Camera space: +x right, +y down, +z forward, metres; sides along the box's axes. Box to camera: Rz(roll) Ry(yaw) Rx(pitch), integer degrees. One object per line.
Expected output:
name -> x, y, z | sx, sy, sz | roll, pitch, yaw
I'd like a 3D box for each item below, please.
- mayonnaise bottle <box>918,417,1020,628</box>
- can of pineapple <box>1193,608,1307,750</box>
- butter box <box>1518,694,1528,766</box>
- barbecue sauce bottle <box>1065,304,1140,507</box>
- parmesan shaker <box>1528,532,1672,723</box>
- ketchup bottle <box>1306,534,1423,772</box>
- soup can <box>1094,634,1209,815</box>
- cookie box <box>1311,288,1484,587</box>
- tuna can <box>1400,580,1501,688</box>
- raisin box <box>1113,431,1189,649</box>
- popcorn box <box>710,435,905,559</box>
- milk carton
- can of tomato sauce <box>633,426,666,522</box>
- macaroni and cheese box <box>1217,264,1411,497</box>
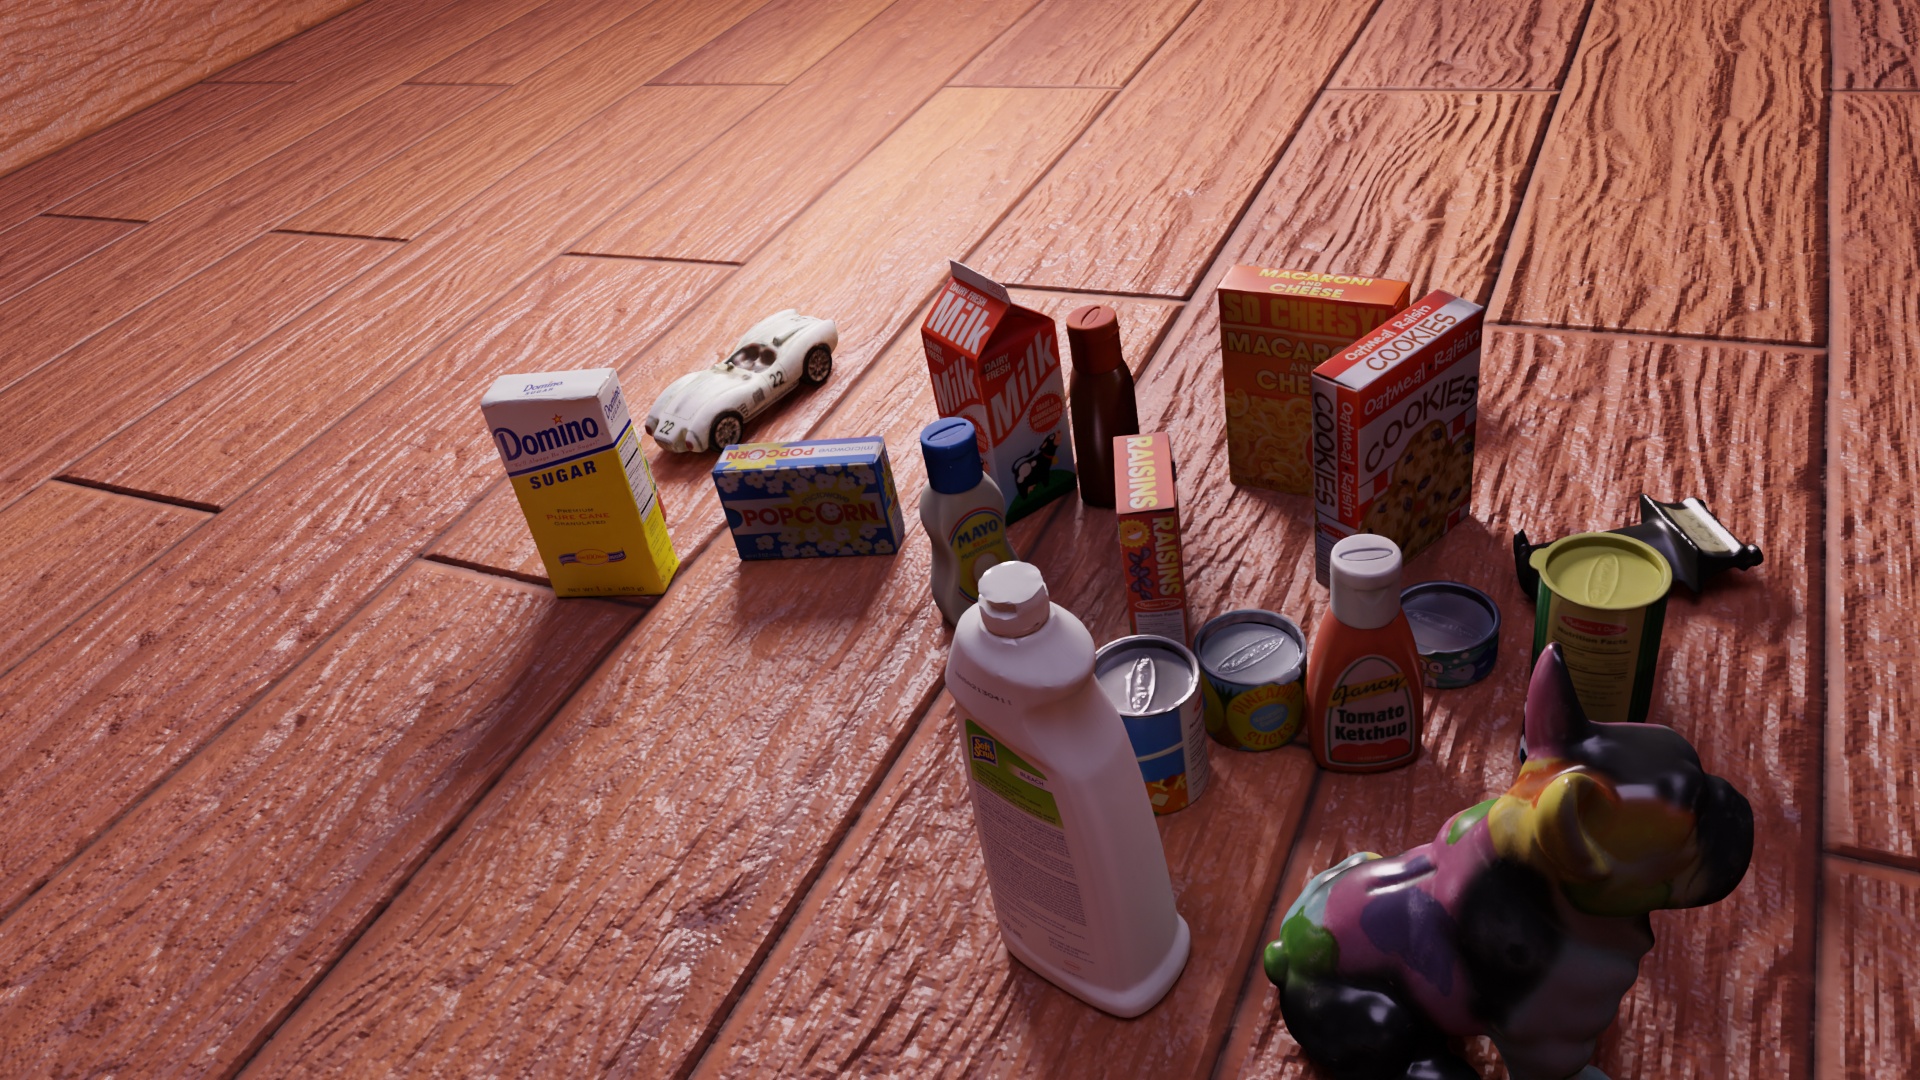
mayonnaise bottle -> 0.003, -0.012, 0.931 | 0.065, 0.147, 0.041 | -25, 39, -16
can of pineapple -> 0.175, 0.085, 0.833 | 0.071, 0.057, 0.071 | -8, 37, 6
butter box -> 0.323, 0.134, 0.732 | 0.024, 0.052, 0.104 | -7, 37, 7
barbecue sauce bottle -> 0.105, -0.100, 1.018 | 0.043, 0.147, 0.065 | 11, 42, 27
parmesan shaker -> 0.356, 0.055, 0.785 | 0.071, 0.102, 0.072 | -8, 37, 6
ketchup bottle -> 0.224, 0.064, 0.771 | 0.065, 0.148, 0.044 | -6, 37, 8
soup can -> 0.105, 0.107, 0.802 | 0.071, 0.083, 0.072 | -8, 37, 6
cookie box -> 0.282, -0.061, 0.903 | 0.123, 0.166, 0.040 | -32, 41, -25
tuna can -> 0.295, 0.059, 0.854 | 0.071, 0.032, 0.071 | -8, 37, 6
raisin box -> 0.124, 0.004, 0.898 | 0.040, 0.122, 0.086 | -5, 37, 9
popcorn box -> -0.112, -0.031, 1.040 | 0.127, 0.084, 0.038 | -3, 38, 12
milk carton -> 0.027, -0.113, 1.021 | 0.074, 0.189, 0.072 | -30, 40, -22
can of tomato sauce -> -0.275, -0.044, 1.104 | 0.071, 0.082, 0.071 | -8, 37, 6
macaroni and cheese box -> 0.248, -0.107, 0.973 | 0.124, 0.165, 0.040 | 12, 43, 29
